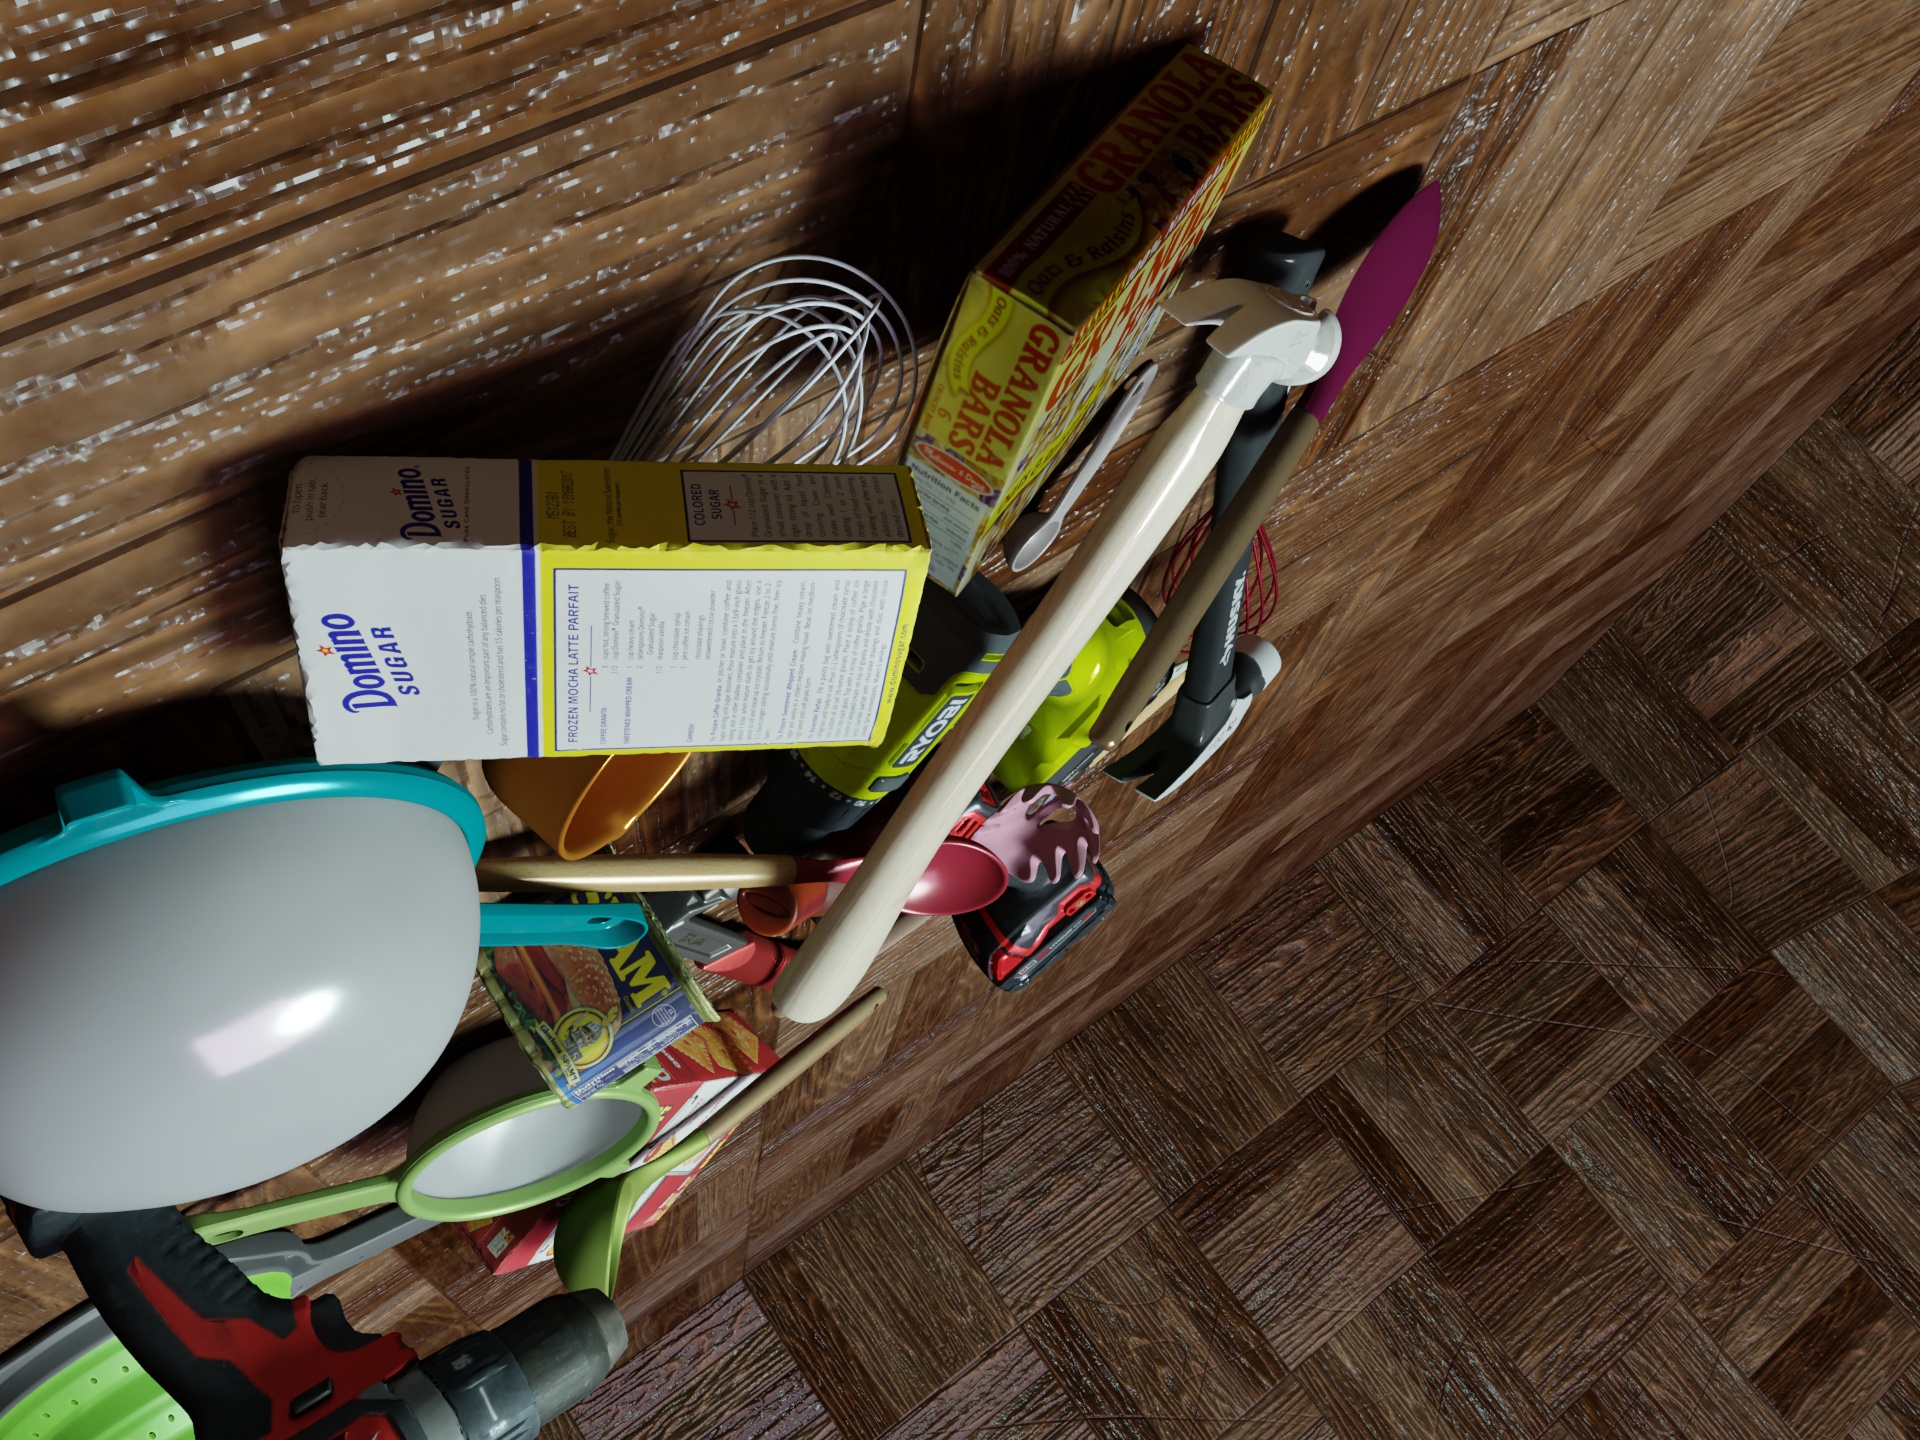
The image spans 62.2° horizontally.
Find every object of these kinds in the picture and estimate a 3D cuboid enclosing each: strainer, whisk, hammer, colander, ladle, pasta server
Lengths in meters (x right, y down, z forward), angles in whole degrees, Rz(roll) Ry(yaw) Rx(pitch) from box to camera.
[{"bbox_3d":[-0.301,0.231,0.893,0.256,0.069,0.151,-9,146,-26],"label":"strainer"},{"bbox_3d":[-0.219,0.110,0.588,0.211,0.095,0.340,-35,159,21],"label":"strainer"},{"bbox_3d":[-0.126,-0.045,0.530,0.284,0.070,0.070,-39,164,19],"label":"whisk"},{"bbox_3d":[0.157,-0.121,0.911,0.073,0.073,0.295,-34,156,-15],"label":"whisk"},{"bbox_3d":[-0.150,0.159,1.035,0.149,0.037,0.358,-38,163,-1],"label":"hammer"},{"bbox_3d":[-0.407,0.377,0.972,0.397,0.094,0.204,-16,152,-51],"label":"colander"},{"bbox_3d":[0.018,-0.010,0.699,0.410,0.038,0.146,-56,165,25],"label":"hammer"},{"bbox_3d":[0.136,-0.096,0.805,0.146,0.035,0.334,-44,152,-32],"label":"hammer"},{"bbox_3d":[-0.106,0.075,0.776,0.315,0.031,0.069,4,141,-39],"label":"ladle"},{"bbox_3d":[-0.146,0.273,1.074,0.320,0.062,0.078,-33,144,-44],"label":"ladle"},{"bbox_3d":[0.076,0.044,1.191,0.245,0.047,0.051,-41,162,-3],"label":"whisk"},{"bbox_3d":[-0.027,0.120,0.972,0.316,0.060,0.040,-39,-163,37],"label":"pasta server"}]

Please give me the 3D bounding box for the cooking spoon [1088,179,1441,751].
[{"bbox_3d":[0.147,-0.119,0.735,0.319,0.017,0.068,-57,155,-11],"label":"cooking spoon"}]

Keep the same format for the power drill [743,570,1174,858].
[{"bbox_3d":[-0.001,-0.003,0.855,0.228,0.080,0.190,-8,146,-54],"label":"power drill"}]

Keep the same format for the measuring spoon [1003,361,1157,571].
[{"bbox_3d":[0.055,-0.124,0.768,0.124,0.018,0.034,-55,164,27],"label":"measuring spoon"}]

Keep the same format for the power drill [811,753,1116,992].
[{"bbox_3d":[0.000,0.108,1.074,0.143,0.079,0.219,-43,144,11],"label":"power drill"}]

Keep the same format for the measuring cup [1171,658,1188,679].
[{"bbox_3d":[0.101,-0.030,1.058,0.167,0.038,0.083,-21,156,-49],"label":"measuring cup"}]

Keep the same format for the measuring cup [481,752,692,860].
[{"bbox_3d":[-0.117,-0.020,0.630,0.174,0.052,0.095,-48,172,-40],"label":"measuring cup"}]

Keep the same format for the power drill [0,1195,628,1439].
[{"bbox_3d":[-0.260,0.220,0.637,0.188,0.227,0.080,-23,157,-40],"label":"power drill"}]
